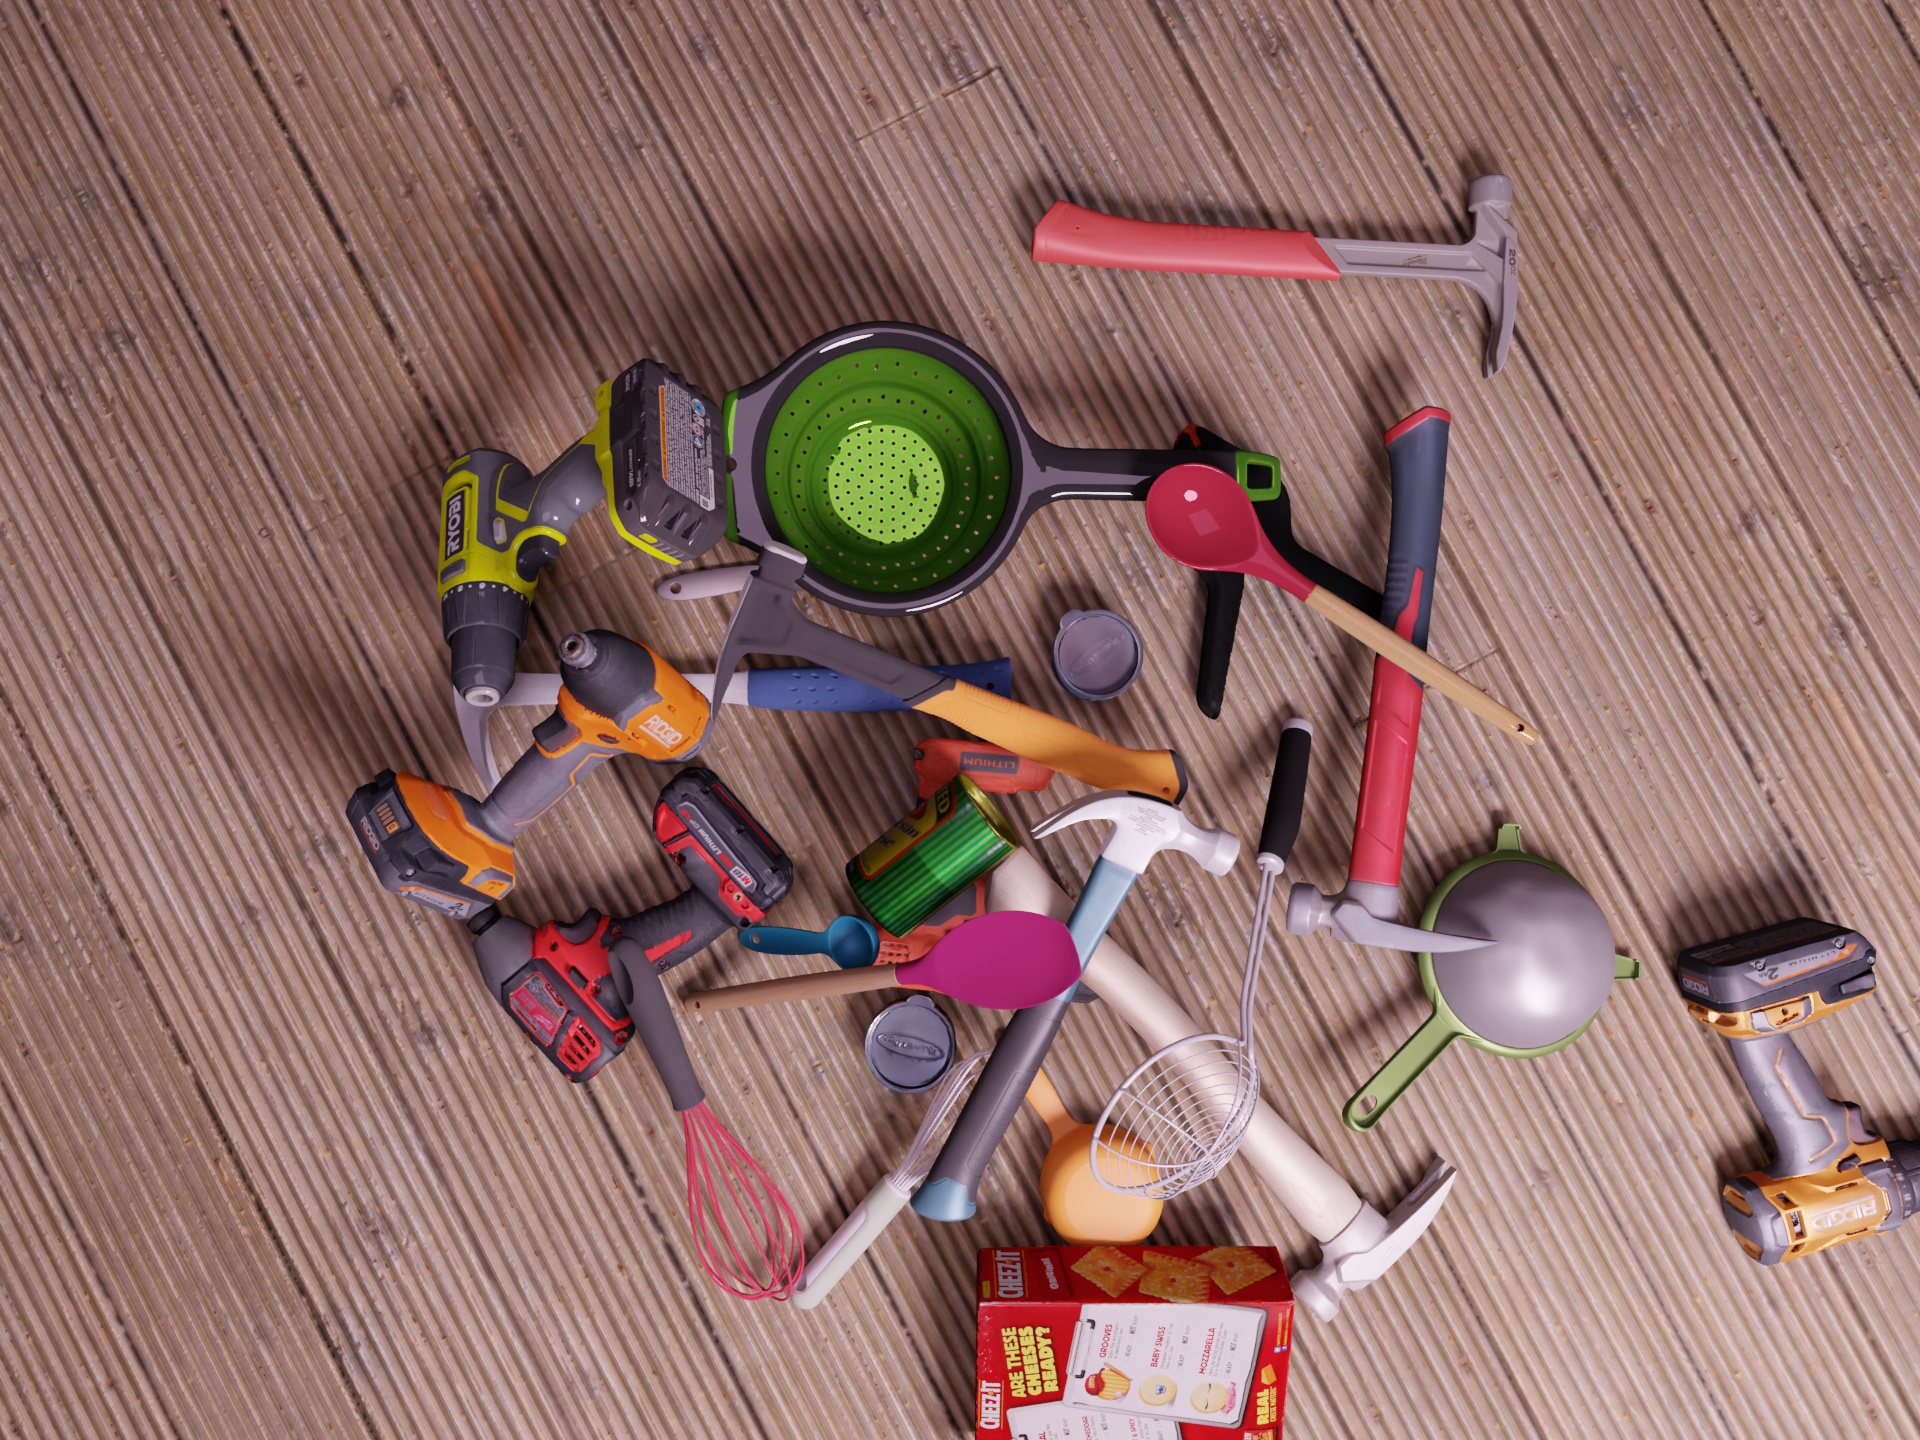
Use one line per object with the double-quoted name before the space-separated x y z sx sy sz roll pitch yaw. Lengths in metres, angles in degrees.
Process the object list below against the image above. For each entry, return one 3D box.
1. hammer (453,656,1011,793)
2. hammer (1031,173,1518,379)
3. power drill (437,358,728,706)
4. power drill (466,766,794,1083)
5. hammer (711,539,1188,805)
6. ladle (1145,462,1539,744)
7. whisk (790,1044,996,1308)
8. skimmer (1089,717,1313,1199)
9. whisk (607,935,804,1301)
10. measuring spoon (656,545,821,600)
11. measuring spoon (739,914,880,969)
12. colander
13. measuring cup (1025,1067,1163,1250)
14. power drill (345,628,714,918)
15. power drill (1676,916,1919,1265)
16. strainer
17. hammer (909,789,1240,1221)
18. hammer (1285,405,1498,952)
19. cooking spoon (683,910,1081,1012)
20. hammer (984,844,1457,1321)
"hammer" -0.166 -0.018 1.163 0.405 0.035 0.144 0 87 -1
"hammer" 0.232 -0.338 1.183 0.359 0.036 0.149 3 87 -1
"power drill" -0.268 -0.126 1.078 0.228 0.080 0.191 -23 59 28
"power drill" -0.238 0.139 1.135 0.219 0.078 0.143 -41 92 1
"hammer" -0.002 -0.003 1.095 0.336 0.034 0.127 22 103 -9
"ladle" 0.263 -0.075 1.094 0.315 0.031 0.069 34 97 2
"whisk" -0.040 0.328 1.139 0.059 0.058 0.246 37 96 -33
"skimmer" 0.175 0.150 1.093 0.090 0.127 0.364 -4 51 31
"whisk" -0.182 0.282 1.106 0.073 0.073 0.295 -20 103 -2
"measuring spoon" -0.164 -0.106 1.175 0.124 0.018 0.034 -10 88 0
"measuring spoon" -0.106 0.156 1.139 0.129 0.021 0.042 -3 98 36
"colander" 0.027 -0.173 1.147 0.397 0.094 0.204 0 90 -6
"measuring cup" 0.079 0.303 1.142 0.095 0.052 0.173 -33 90 -2
"power drill" -0.288 0.027 1.059 0.226 0.164 0.084 -36 66 -1
"power drill" 0.628 0.260 1.141 0.185 0.084 0.226 -15 92 -2
"strainer" 0.370 0.199 1.121 0.256 0.069 0.151 -41 89 -14
"hammer" 0.057 0.197 1.077 0.128 0.033 0.331 26 98 -4
"hammer" 0.326 -0.031 1.127 0.143 0.038 0.386 7 84 16
"cooking spoon" -0.063 0.176 1.089 0.319 0.017 0.068 -13 102 28
"hammer" 0.175 0.236 1.125 0.146 0.038 0.410 -44 98 -4
